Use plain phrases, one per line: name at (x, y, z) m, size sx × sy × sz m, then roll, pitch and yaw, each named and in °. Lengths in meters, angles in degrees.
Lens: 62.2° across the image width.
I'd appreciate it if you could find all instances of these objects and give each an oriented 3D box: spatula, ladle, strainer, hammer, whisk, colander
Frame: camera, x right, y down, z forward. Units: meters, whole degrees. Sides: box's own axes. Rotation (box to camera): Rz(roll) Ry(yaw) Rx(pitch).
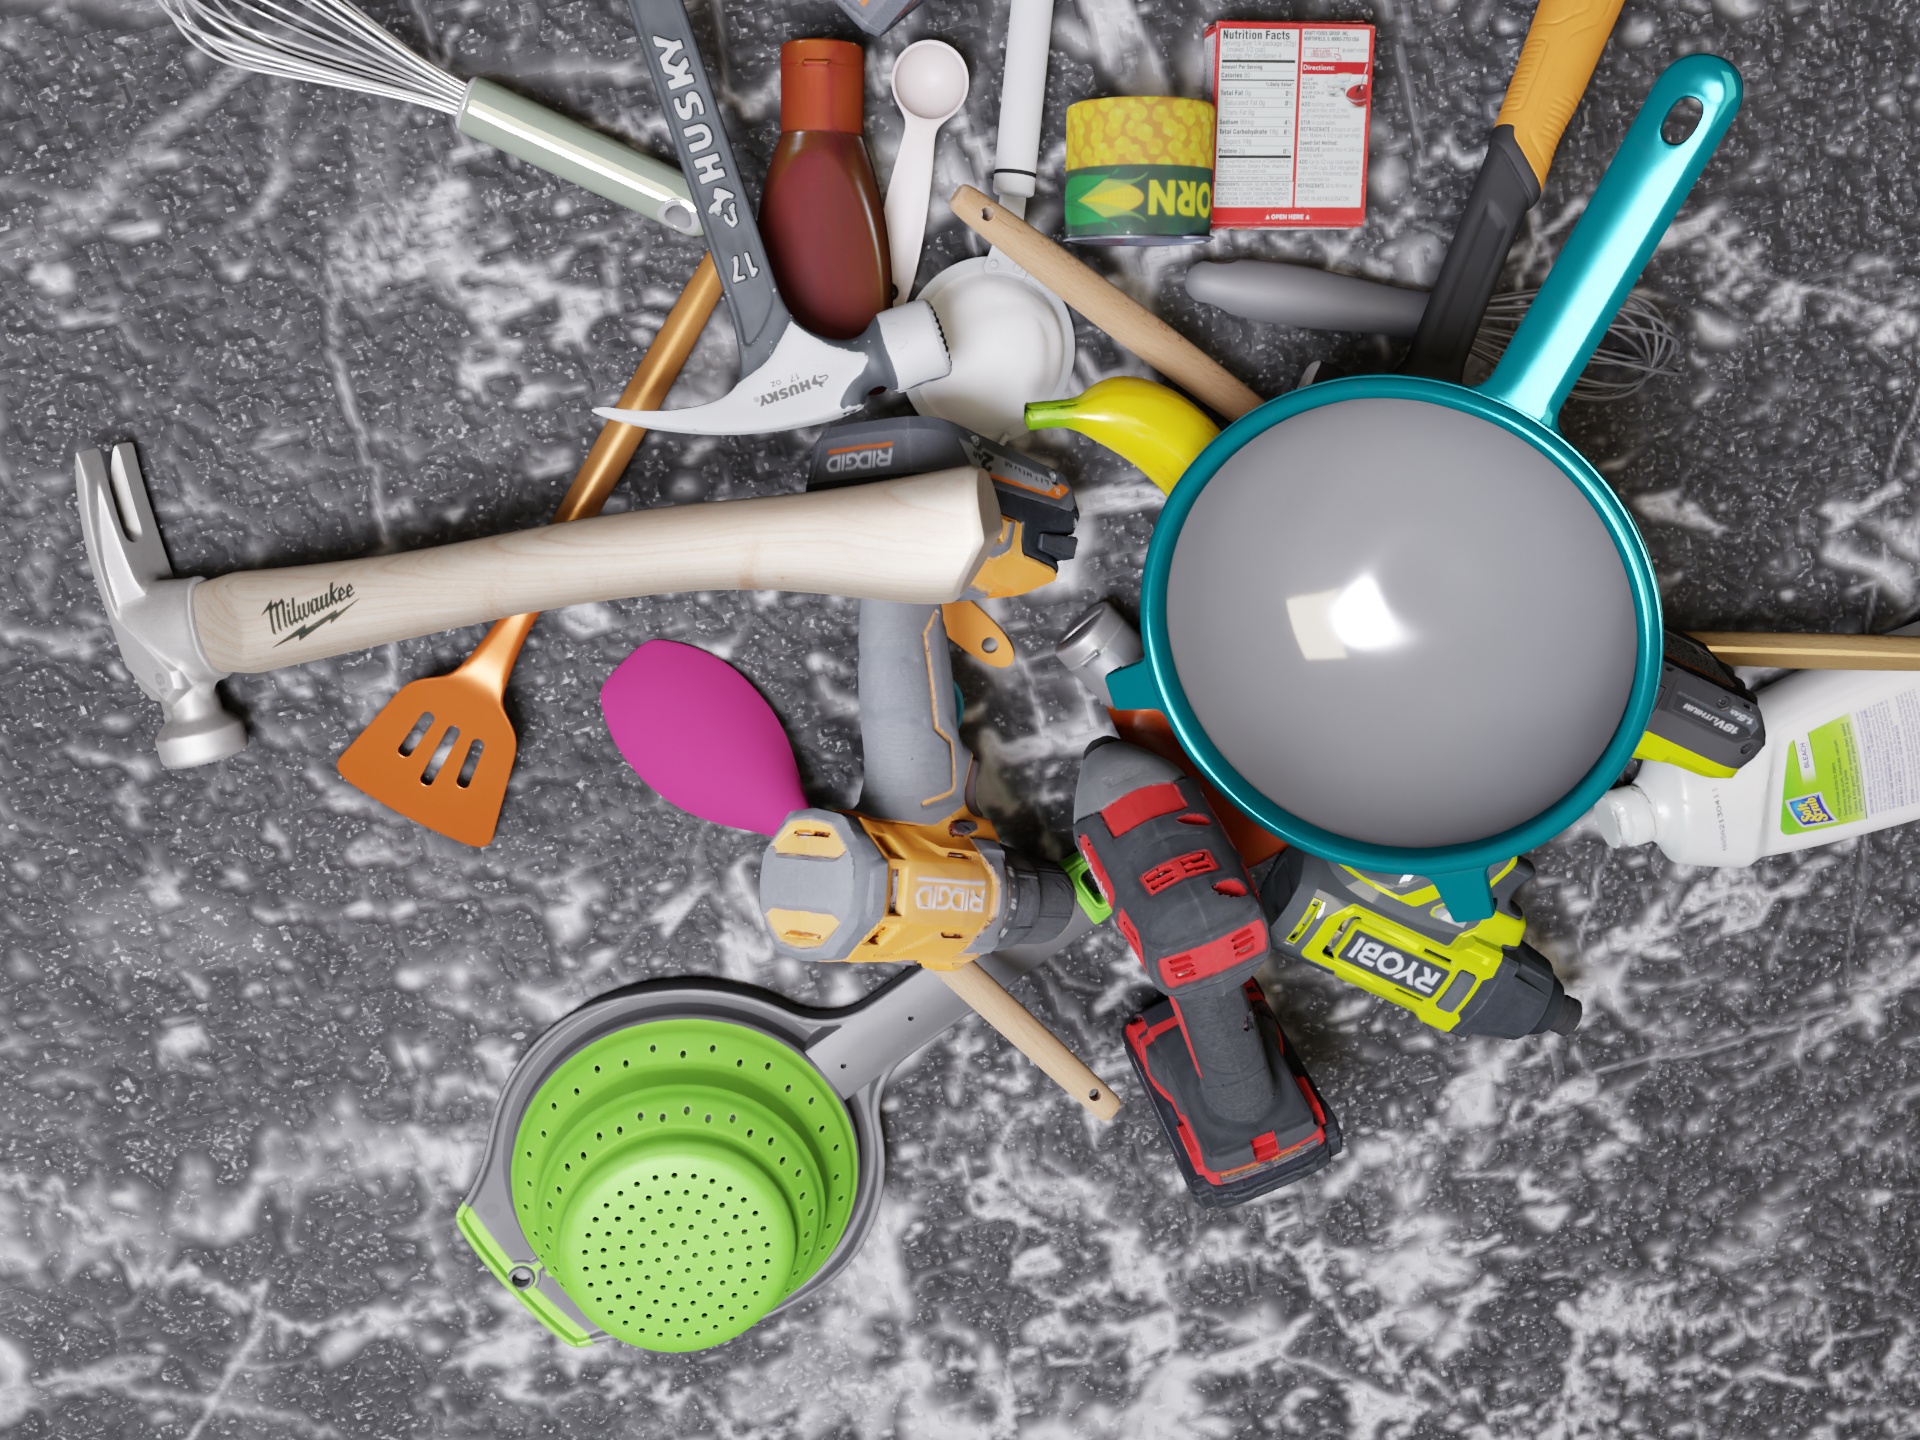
spatula at (-0.183, -0.087, 0.738) m, size 0.081 × 0.041 × 0.322 m, roll 30°, pitch 95°, yaw -12°
ladle at (0.378, -0.036, 0.780) m, size 0.315 × 0.031 × 0.069 m, roll 2°, pitch 106°, yaw 6°
strainer at (0.023, -0.234, 0.716) m, size 0.086 × 0.050 × 0.258 m, roll 2°, pitch 101°, yaw -21°
strainer at (0.212, -0.098, 0.644) m, size 0.211 × 0.095 × 0.340 m, roll 33°, pitch 122°, yaw 16°
hammer at (0.263, -0.266, 0.706) m, size 0.127 × 0.034 × 0.337 m, roll 21°, pitch 91°, yaw 2°
spatula at (0.128, -0.150, 0.729) m, size 0.317 × 0.044 × 0.082 m, roll 29°, pitch 94°, yaw -24°
whisk at (0.222, -0.187, 0.745) m, size 0.239 × 0.055 × 0.055 m, roll 8°, pitch 103°, yaw -4°
whisk at (-0.218, -0.268, 0.679) m, size 0.246 × 0.059 × 0.057 m, roll 21°, pitch 145°, yaw -15°
hammer at (-0.137, -0.314, 0.651) m, size 0.149 × 0.036 × 0.409 m, roll -19°, pitch 96°, yaw 2°
colander at (-0.071, 0.192, 0.782) m, size 0.397 × 0.094 × 0.204 m, roll -35°, pitch 105°, yaw 3°
hammer at (-0.185, -0.069, 0.657) m, size 0.410 × 0.038 × 0.146 m, roll -6°, pitch 106°, yaw 18°

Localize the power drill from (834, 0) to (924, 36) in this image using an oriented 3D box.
power drill at (-0.056, -0.408, 0.627) m, size 0.226 × 0.084 × 0.164 m, roll 47°, pitch 60°, yaw -15°

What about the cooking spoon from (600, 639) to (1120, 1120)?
cooking spoon at (-0.044, 0.079, 0.759) m, size 0.319 × 0.017 × 0.069 m, roll 42°, pitch 83°, yaw 0°

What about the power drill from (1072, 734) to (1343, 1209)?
power drill at (0.106, 0.113, 0.740) m, size 0.078 × 0.143 × 0.219 m, roll -22°, pitch 129°, yaw -2°

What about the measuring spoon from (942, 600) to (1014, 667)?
measuring spoon at (-0.018, -0.064, 0.767) m, size 0.117 × 0.011 × 0.021 m, roll 40°, pitch 97°, yaw -14°

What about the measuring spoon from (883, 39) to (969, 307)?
measuring spoon at (-0.023, -0.243, 0.723) m, size 0.034 × 0.018 × 0.124 m, roll 11°, pitch 109°, yaw -6°

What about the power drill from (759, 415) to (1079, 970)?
power drill at (-0.001, -0.002, 0.710) m, size 0.185 × 0.084 × 0.226 m, roll 13°, pitch 80°, yaw -52°

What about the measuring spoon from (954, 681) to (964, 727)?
measuring spoon at (-0.030, 0.034, 0.784) m, size 0.042 × 0.021 × 0.128 m, roll 9°, pitch 102°, yaw -19°

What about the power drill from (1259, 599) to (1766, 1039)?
power drill at (0.272, 0.052, 0.774) m, size 0.171 × 0.080 × 0.223 m, roll 24°, pitch 116°, yaw -6°
